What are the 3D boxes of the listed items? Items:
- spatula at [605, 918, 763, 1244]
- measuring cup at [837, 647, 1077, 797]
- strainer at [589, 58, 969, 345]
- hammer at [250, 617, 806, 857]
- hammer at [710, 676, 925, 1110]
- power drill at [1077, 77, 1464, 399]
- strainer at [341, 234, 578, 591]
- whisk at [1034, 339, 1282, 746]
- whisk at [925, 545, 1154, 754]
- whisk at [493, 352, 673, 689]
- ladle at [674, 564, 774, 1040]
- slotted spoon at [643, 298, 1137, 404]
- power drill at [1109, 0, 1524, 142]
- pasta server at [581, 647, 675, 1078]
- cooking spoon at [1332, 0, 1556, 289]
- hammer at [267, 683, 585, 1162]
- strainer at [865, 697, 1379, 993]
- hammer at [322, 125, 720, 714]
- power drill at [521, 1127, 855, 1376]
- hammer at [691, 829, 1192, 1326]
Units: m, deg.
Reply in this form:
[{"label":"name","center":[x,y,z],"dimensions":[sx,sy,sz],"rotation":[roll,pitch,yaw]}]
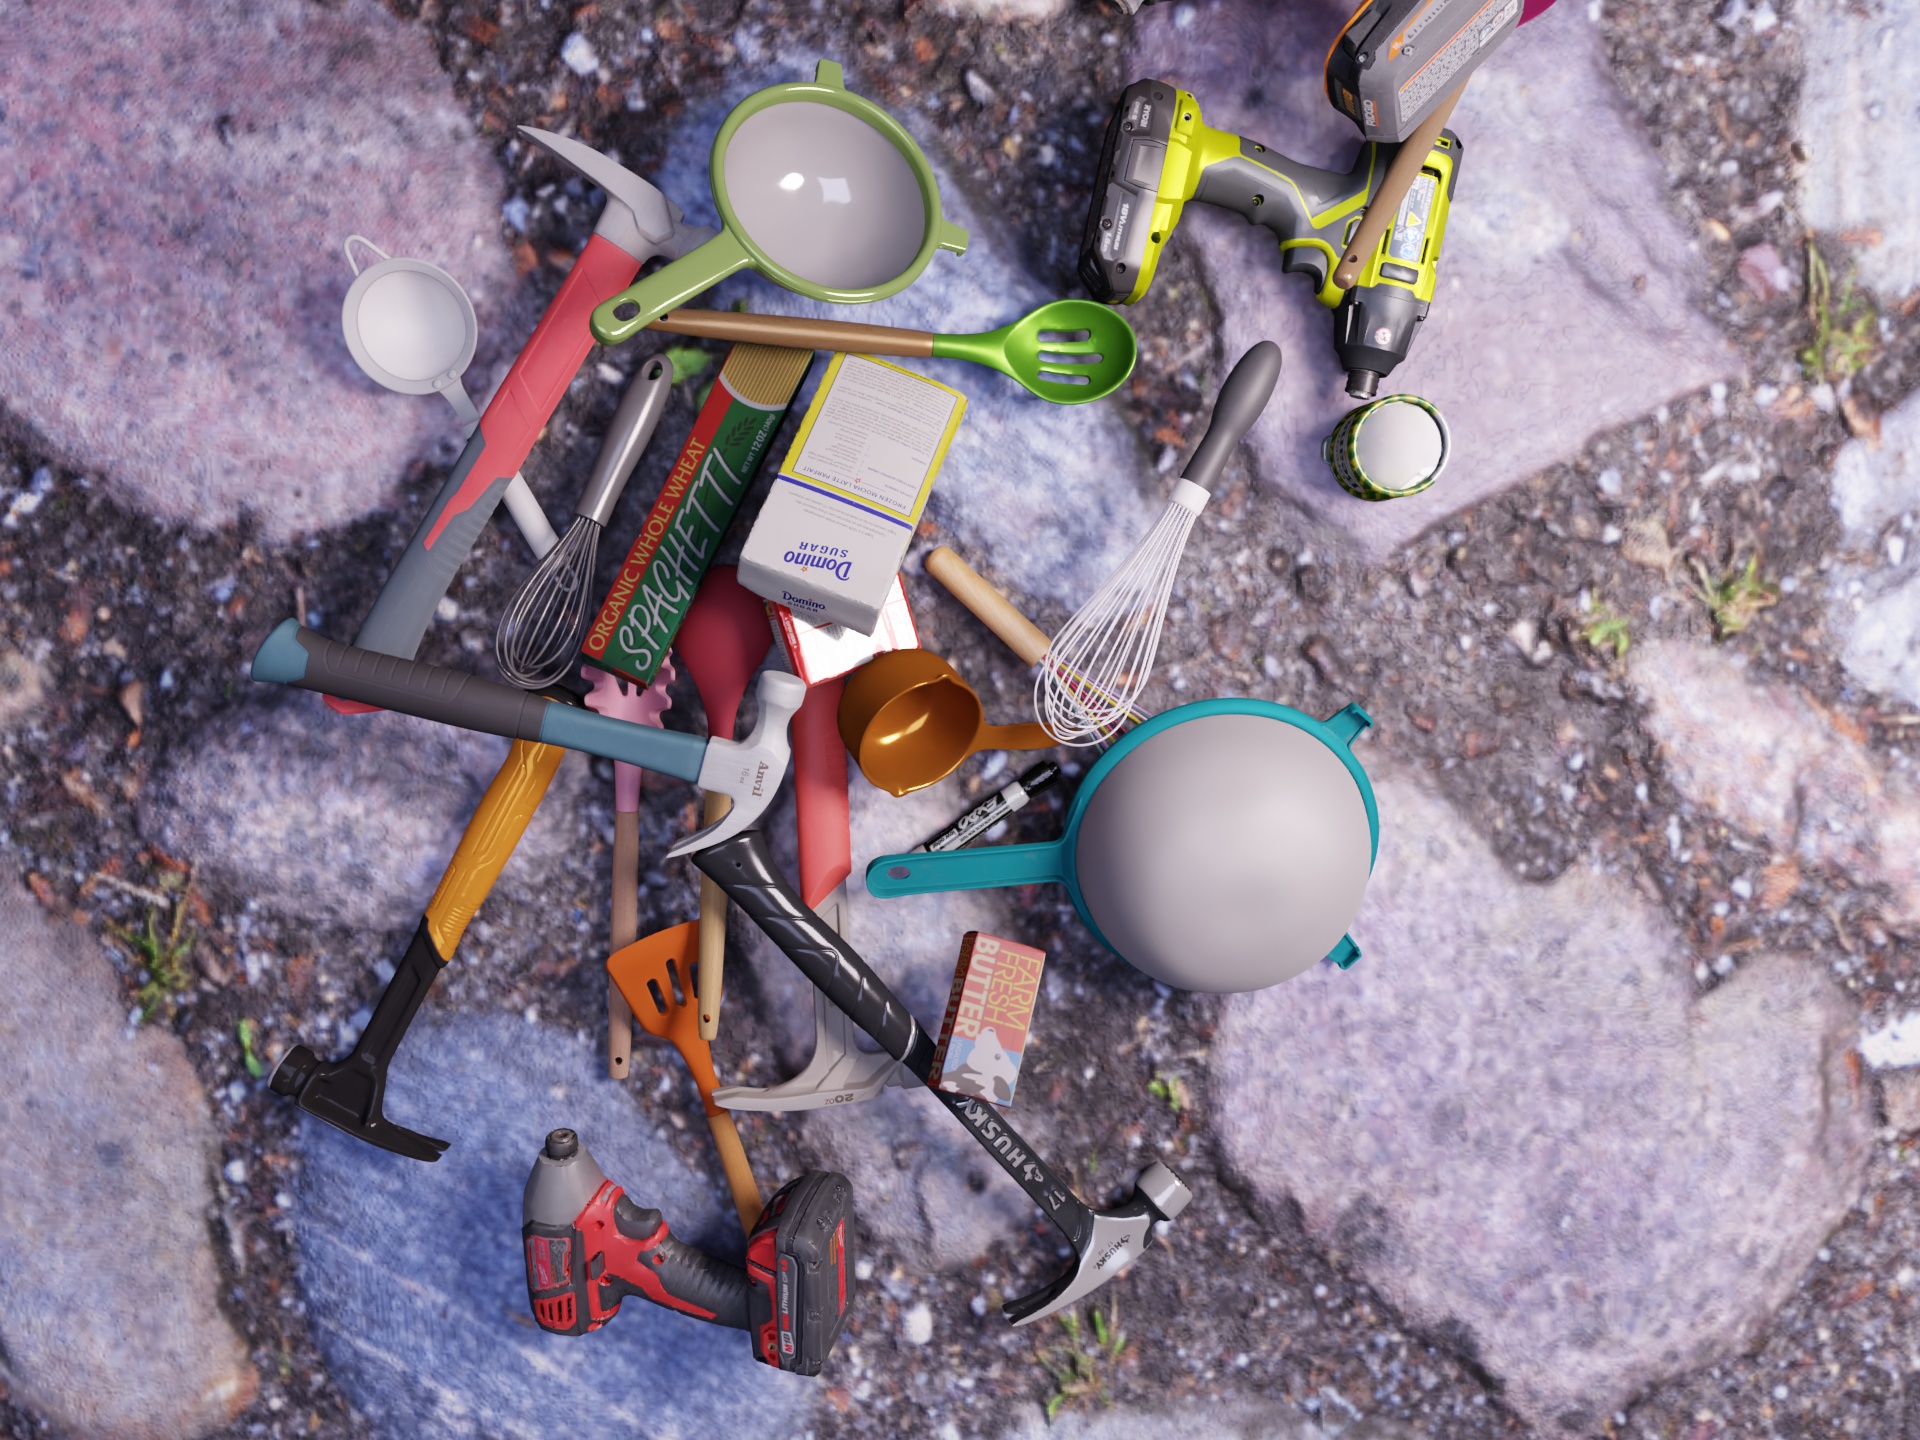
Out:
[{"label":"spatula","center":[-0.157,0.291,1.084],"dimensions":[0.081,0.041,0.322],"rotation":[-20,97,-20]},{"label":"measuring cup","center":[-0.002,-0.003,1.042],"dimensions":[0.173,0.052,0.095],"rotation":[0,125,-37]},{"label":"strainer","center":[-0.129,-0.290,0.986],"dimensions":[0.256,0.069,0.151],"rotation":[-40,93,-25]},{"label":"hammer","center":[-0.270,-0.004,0.987],"dimensions":[0.331,0.033,0.128],"rotation":[14,101,-3]},{"label":"hammer","center":[-0.100,0.078,1.059],"dimensions":[0.149,0.037,0.359],"rotation":[-4,93,-14]},{"label":"power drill","center":[0.196,-0.310,1.018],"dimensions":[0.223,0.080,0.171],"rotation":[12,94,-5]},{"label":"strainer","center":[-0.321,-0.197,1.042],"dimensions":[0.087,0.050,0.258],"rotation":[-27,100,9]},{"label":"whisk","center":[0.128,-0.113,1.004],"dimensions":[0.070,0.070,0.284],"rotation":[28,92,-3]},{"label":"whisk","center":[0.069,-0.026,1.061],"dimensions":[0.245,0.047,0.051],"rotation":[43,92,1]},{"label":"whisk","center":[-0.238,-0.131,1.033],"dimensions":[0.055,0.055,0.239],"rotation":[22,83,-2]},{"label":"ladle","center":[-0.161,0.052,1.050],"dimensions":[0.069,0.031,0.315],"rotation":[2,88,3]},{"label":"slotted spoon","center":[-0.044,-0.244,1.013],"dimensions":[0.313,0.031,0.070],"rotation":[3,86,-8]},{"label":"power drill","center":[0.208,-0.455,0.973],"dimensions":[0.164,0.084,0.227],"rotation":[-44,67,4]},{"label":"pasta server","center":[-0.226,0.089,1.068],"dimensions":[0.060,0.040,0.316],"rotation":[3,96,-7]},{"label":"cooking spoon","center":[0.303,-0.391,0.990],"dimensions":[0.069,0.017,0.319],"rotation":[28,73,9]},{"label":"hammer","center":[-0.336,0.131,1.072],"dimensions":[0.127,0.034,0.337],"rotation":[28,94,-2]},{"label":"strainer","center":[0.110,0.103,1.012],"dimensions":[0.340,0.095,0.210],"rotation":[-5,114,-3]},{"label":"hammer","center":[-0.308,-0.179,1.009],"dimensions":[0.143,0.038,0.386],"rotation":[31,92,-13]},{"label":"power drill","center":[-0.185,0.345,1.048],"dimensions":[0.220,0.078,0.143],"rotation":[4,108,13]},{"label":"hammer","center":[-0.027,0.227,1.048],"dimensions":[0.149,0.036,0.408],"rotation":[-43,101,-7]}]
